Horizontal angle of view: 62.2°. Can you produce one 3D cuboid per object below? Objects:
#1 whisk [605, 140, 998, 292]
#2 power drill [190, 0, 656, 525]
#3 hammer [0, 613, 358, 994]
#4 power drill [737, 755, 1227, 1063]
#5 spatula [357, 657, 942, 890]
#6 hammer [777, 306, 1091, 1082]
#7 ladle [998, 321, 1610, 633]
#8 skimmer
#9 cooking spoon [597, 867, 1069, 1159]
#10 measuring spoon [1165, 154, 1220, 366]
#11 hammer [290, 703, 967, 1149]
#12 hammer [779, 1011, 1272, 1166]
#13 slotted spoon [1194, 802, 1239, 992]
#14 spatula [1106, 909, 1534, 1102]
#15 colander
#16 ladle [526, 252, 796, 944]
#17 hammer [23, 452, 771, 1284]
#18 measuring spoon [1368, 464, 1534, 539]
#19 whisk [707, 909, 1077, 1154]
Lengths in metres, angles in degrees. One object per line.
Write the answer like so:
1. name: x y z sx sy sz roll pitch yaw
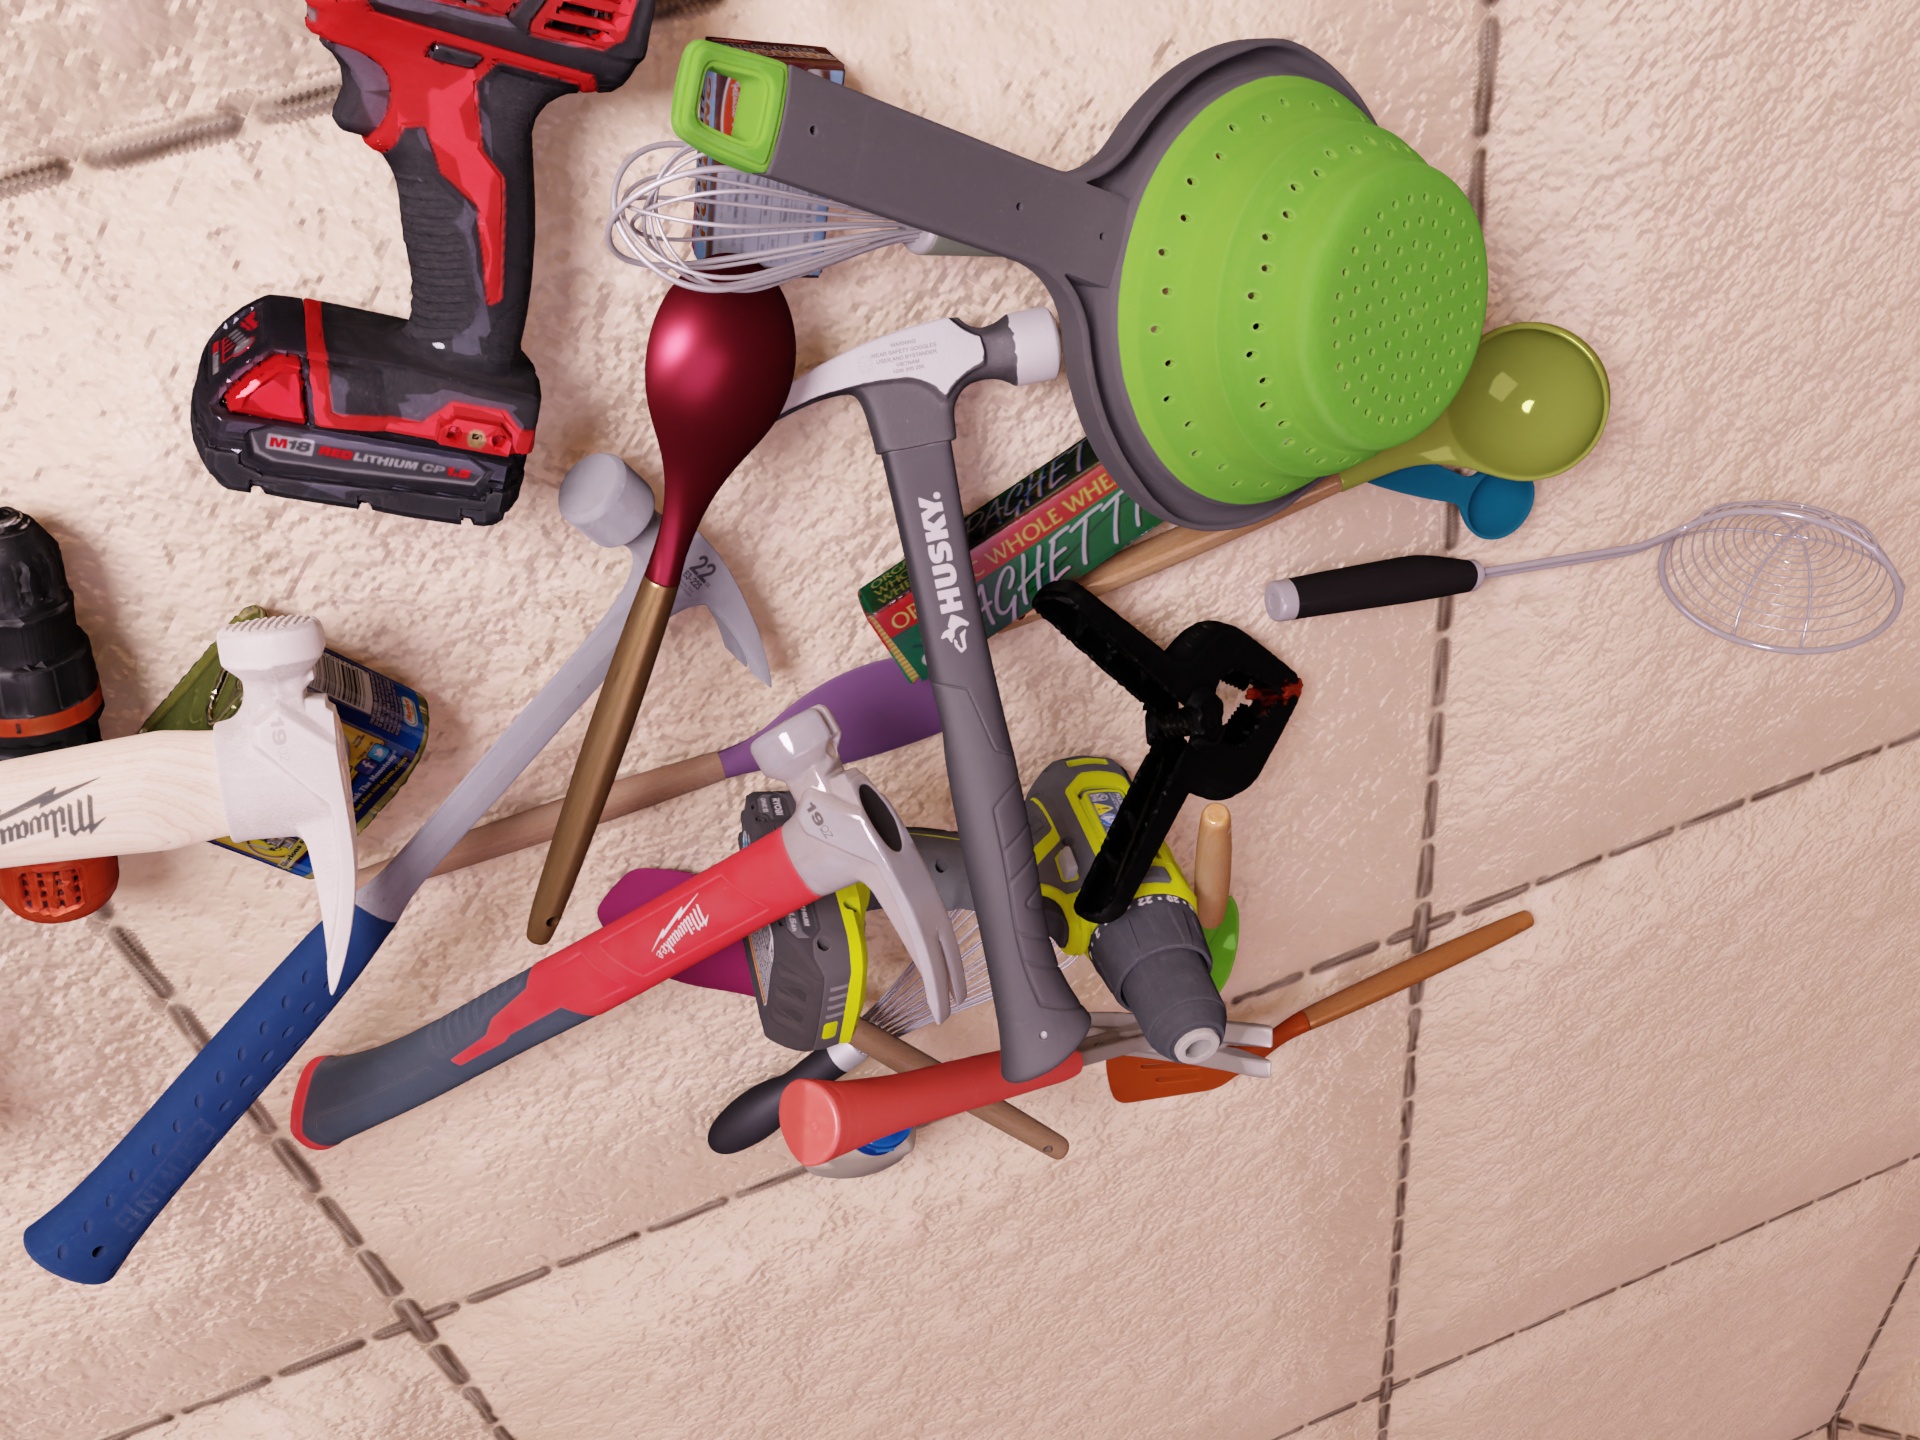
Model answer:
1. whisk: -0.023 -0.191 0.613 0.246 0.058 0.059 -12 166 -37
2. power drill: -0.197 -0.187 0.549 0.143 0.079 0.219 6 121 -29
3. hammer: -0.432 0.058 0.563 0.410 0.038 0.146 -8 103 -16
4. power drill: 0.012 0.100 0.802 0.228 0.191 0.080 -2 129 -18
5. spatula: -0.143 0.028 0.786 0.316 0.018 0.059 -19 132 -11
6. hammer: -0.001 -0.002 0.698 0.146 0.035 0.334 -12 98 -8
7. ladle: 0.164 -0.109 0.784 0.320 0.062 0.078 -23 100 0
8. skimmer: 0.346 -0.063 0.884 0.363 0.090 0.127 -9 161 -15
9. cooking spoon: -0.060 0.172 0.885 0.318 0.017 0.068 34 111 -22
10. measuring spoon: 0.101 -0.211 0.709 0.021 0.011 0.116 -10 127 -17
11. hammer: -0.177 0.140 0.750 0.386 0.143 0.038 -29 180 25
12. hammer: 0.035 0.185 0.832 0.359 0.149 0.037 7 84 -59
13. slotted spoon: 0.140 0.100 0.885 0.313 0.031 0.070 70 42 -67
14. spatula: 0.253 0.191 1.097 0.322 0.041 0.081 -21 132 -13
15. colander: 0.084 -0.177 0.602 0.396 0.095 0.204 5 102 -39
16. ladle: -0.133 -0.036 0.657 0.069 0.031 0.315 0 121 -44
17. hammer: -0.241 0.076 0.686 0.405 0.035 0.143 -49 143 -3
18. measuring spoon: 0.246 -0.129 0.840 0.128 0.021 0.042 12 111 -21
19. whisk: -0.041 0.175 0.929 0.284 0.070 0.070 -38 133 14
